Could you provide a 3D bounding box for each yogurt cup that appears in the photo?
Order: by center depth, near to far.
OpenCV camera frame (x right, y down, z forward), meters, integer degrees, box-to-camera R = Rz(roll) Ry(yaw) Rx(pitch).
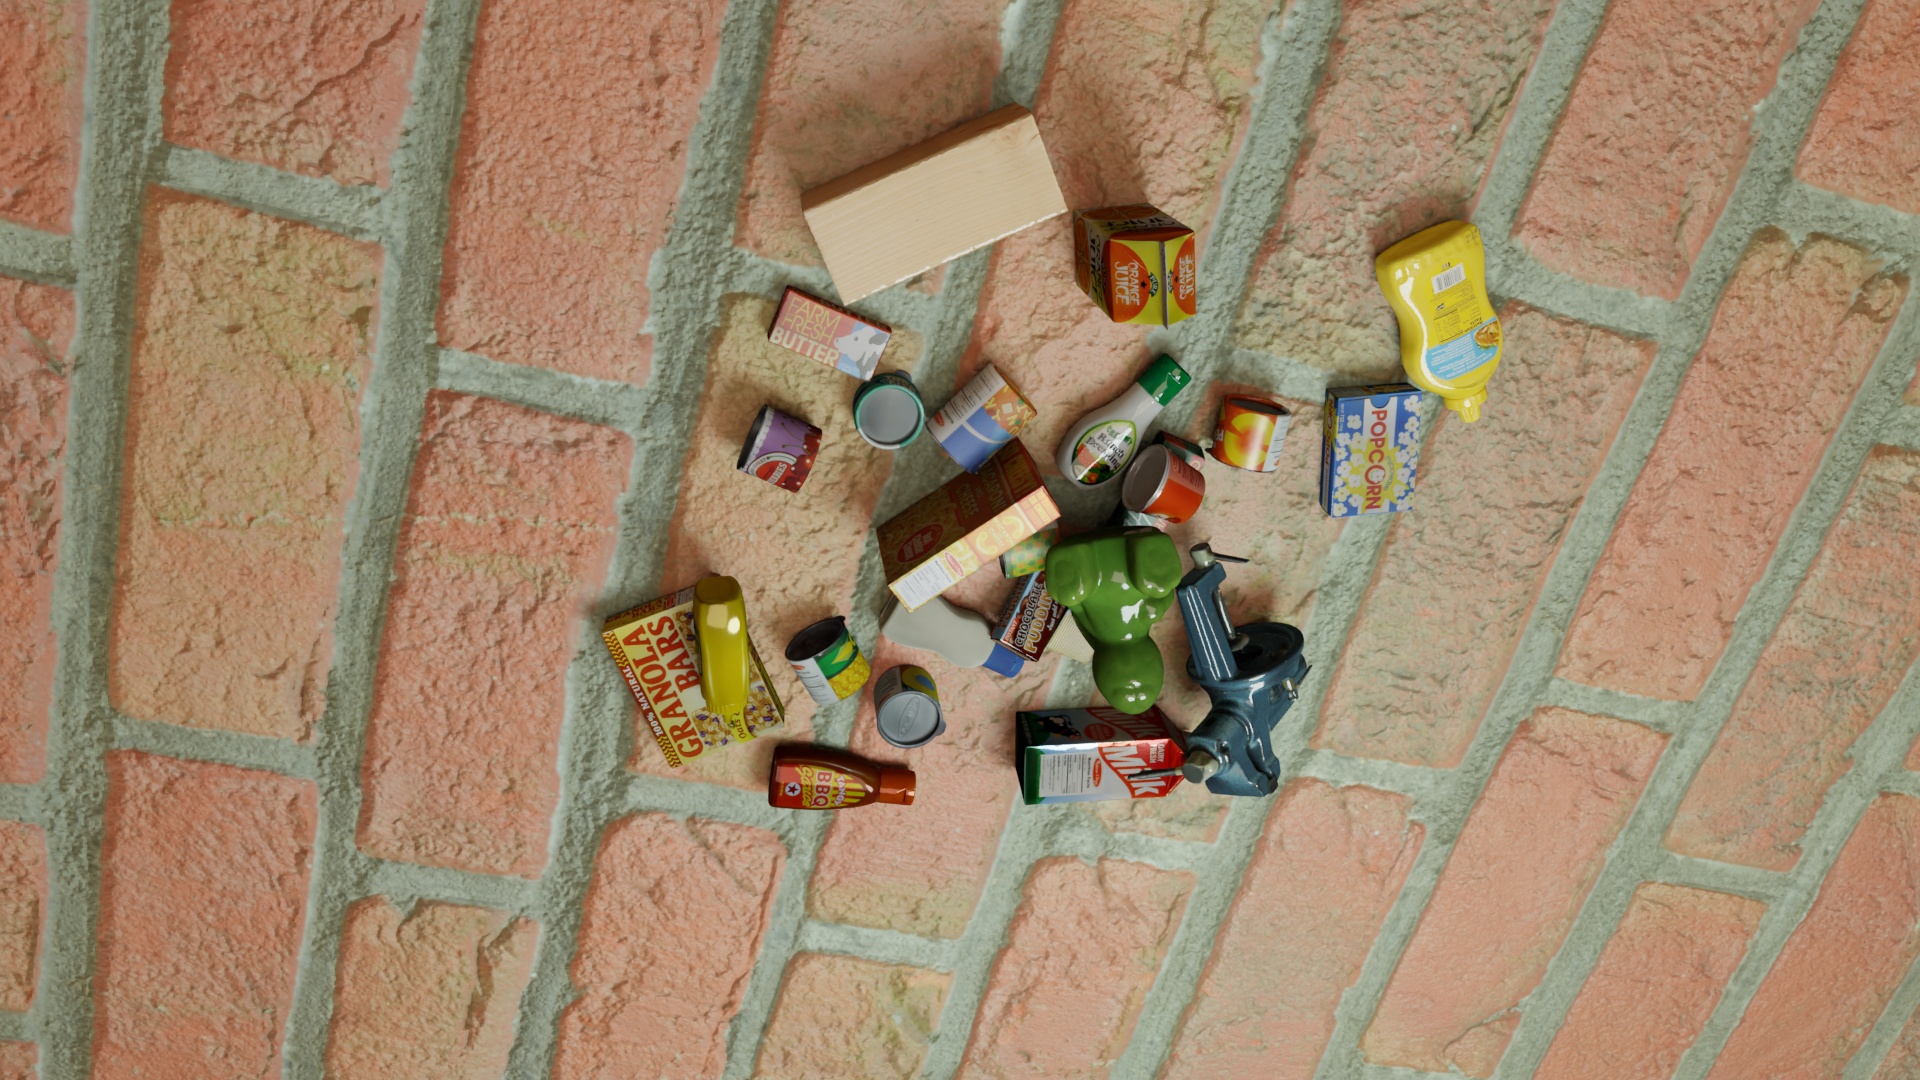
[{"bbox_3d":[0.193,-0.050,1.307,0.054,0.072,0.072,24,108,-24],"label":"yogurt cup"}]

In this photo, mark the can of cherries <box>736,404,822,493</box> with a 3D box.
[{"bbox_3d":[-0.166,-0.082,1.275,0.058,0.072,0.071,24,108,-17],"label":"can of cherries"}]

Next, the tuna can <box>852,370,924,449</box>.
[{"bbox_3d":[-0.066,-0.122,1.292,0.071,0.033,0.070,-3,114,-6],"label":"tuna can"}]

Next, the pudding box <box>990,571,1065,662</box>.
[{"bbox_3d":[0.070,0.072,1.375,0.049,0.030,0.084,32,78,-18],"label":"pudding box"}]

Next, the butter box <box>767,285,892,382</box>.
[{"bbox_3d":[-0.119,-0.188,1.262,0.103,0.024,0.053,21,109,-15],"label":"butter box"}]

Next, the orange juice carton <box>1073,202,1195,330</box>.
[{"bbox_3d":[0.151,-0.235,1.184,0.073,0.193,0.071,-7,113,-5],"label":"orange juice carton"}]

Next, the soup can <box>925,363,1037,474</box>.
[{"bbox_3d":[0.021,-0.112,1.290,0.083,0.071,0.071,-42,112,11],"label":"soup can"}]

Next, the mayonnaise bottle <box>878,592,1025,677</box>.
[{"bbox_3d":[-0.005,0.093,1.387,0.148,0.041,0.064,26,104,-18],"label":"mayonnaise bottle"}]

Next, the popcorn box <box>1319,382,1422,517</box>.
[{"bbox_3d":[0.402,-0.088,1.363,0.085,0.038,0.126,-5,114,-4],"label":"popcorn box"}]

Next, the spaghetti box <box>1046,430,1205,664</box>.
[{"bbox_3d":[0.160,0.009,1.379,0.050,0.029,0.249,23,108,-15],"label":"spaghetti box"}]

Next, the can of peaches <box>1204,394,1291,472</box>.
[{"bbox_3d":[0.275,-0.104,1.326,0.071,0.071,0.057,7,112,-10],"label":"can of peaches"}]

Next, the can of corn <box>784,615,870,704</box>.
[{"bbox_3d":[-0.128,0.118,1.368,0.071,0.071,0.058,-26,114,4],"label":"can of corn"}]

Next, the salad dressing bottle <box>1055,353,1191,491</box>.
[{"bbox_3d":[0.155,-0.113,1.318,0.064,0.044,0.147,39,103,-19],"label":"salad dressing bottle"}]

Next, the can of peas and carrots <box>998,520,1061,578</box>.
[{"bbox_3d":[0.065,0.001,1.343,0.059,0.071,0.070,-13,114,-2],"label":"can of peas and carrots"}]

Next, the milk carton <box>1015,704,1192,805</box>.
[{"bbox_3d":[0.156,0.221,1.444,0.191,0.072,0.073,-2,113,-5],"label":"milk carton"}]

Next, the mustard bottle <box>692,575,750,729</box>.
[{"bbox_3d":[-0.224,0.114,1.312,0.049,0.065,0.159,-5,117,-12],"label":"mustard bottle"}]

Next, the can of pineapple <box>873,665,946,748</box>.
[{"bbox_3d":[-0.052,0.168,1.402,0.071,0.058,0.070,-3,114,-6],"label":"can of pineapple"}]

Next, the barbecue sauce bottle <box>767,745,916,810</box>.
[{"bbox_3d":[-0.122,0.250,1.436,0.149,0.044,0.064,7,111,-11],"label":"barbecue sauce bottle"}]

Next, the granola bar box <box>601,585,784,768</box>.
[{"bbox_3d":[-0.261,0.131,1.370,0.124,0.039,0.165,-21,114,0],"label":"granola bar box"}]

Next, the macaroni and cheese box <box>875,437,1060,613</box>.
[{"bbox_3d":[0.005,-0.016,1.296,0.166,0.124,0.040,-32,116,7],"label":"macaroni and cheese box"}]
